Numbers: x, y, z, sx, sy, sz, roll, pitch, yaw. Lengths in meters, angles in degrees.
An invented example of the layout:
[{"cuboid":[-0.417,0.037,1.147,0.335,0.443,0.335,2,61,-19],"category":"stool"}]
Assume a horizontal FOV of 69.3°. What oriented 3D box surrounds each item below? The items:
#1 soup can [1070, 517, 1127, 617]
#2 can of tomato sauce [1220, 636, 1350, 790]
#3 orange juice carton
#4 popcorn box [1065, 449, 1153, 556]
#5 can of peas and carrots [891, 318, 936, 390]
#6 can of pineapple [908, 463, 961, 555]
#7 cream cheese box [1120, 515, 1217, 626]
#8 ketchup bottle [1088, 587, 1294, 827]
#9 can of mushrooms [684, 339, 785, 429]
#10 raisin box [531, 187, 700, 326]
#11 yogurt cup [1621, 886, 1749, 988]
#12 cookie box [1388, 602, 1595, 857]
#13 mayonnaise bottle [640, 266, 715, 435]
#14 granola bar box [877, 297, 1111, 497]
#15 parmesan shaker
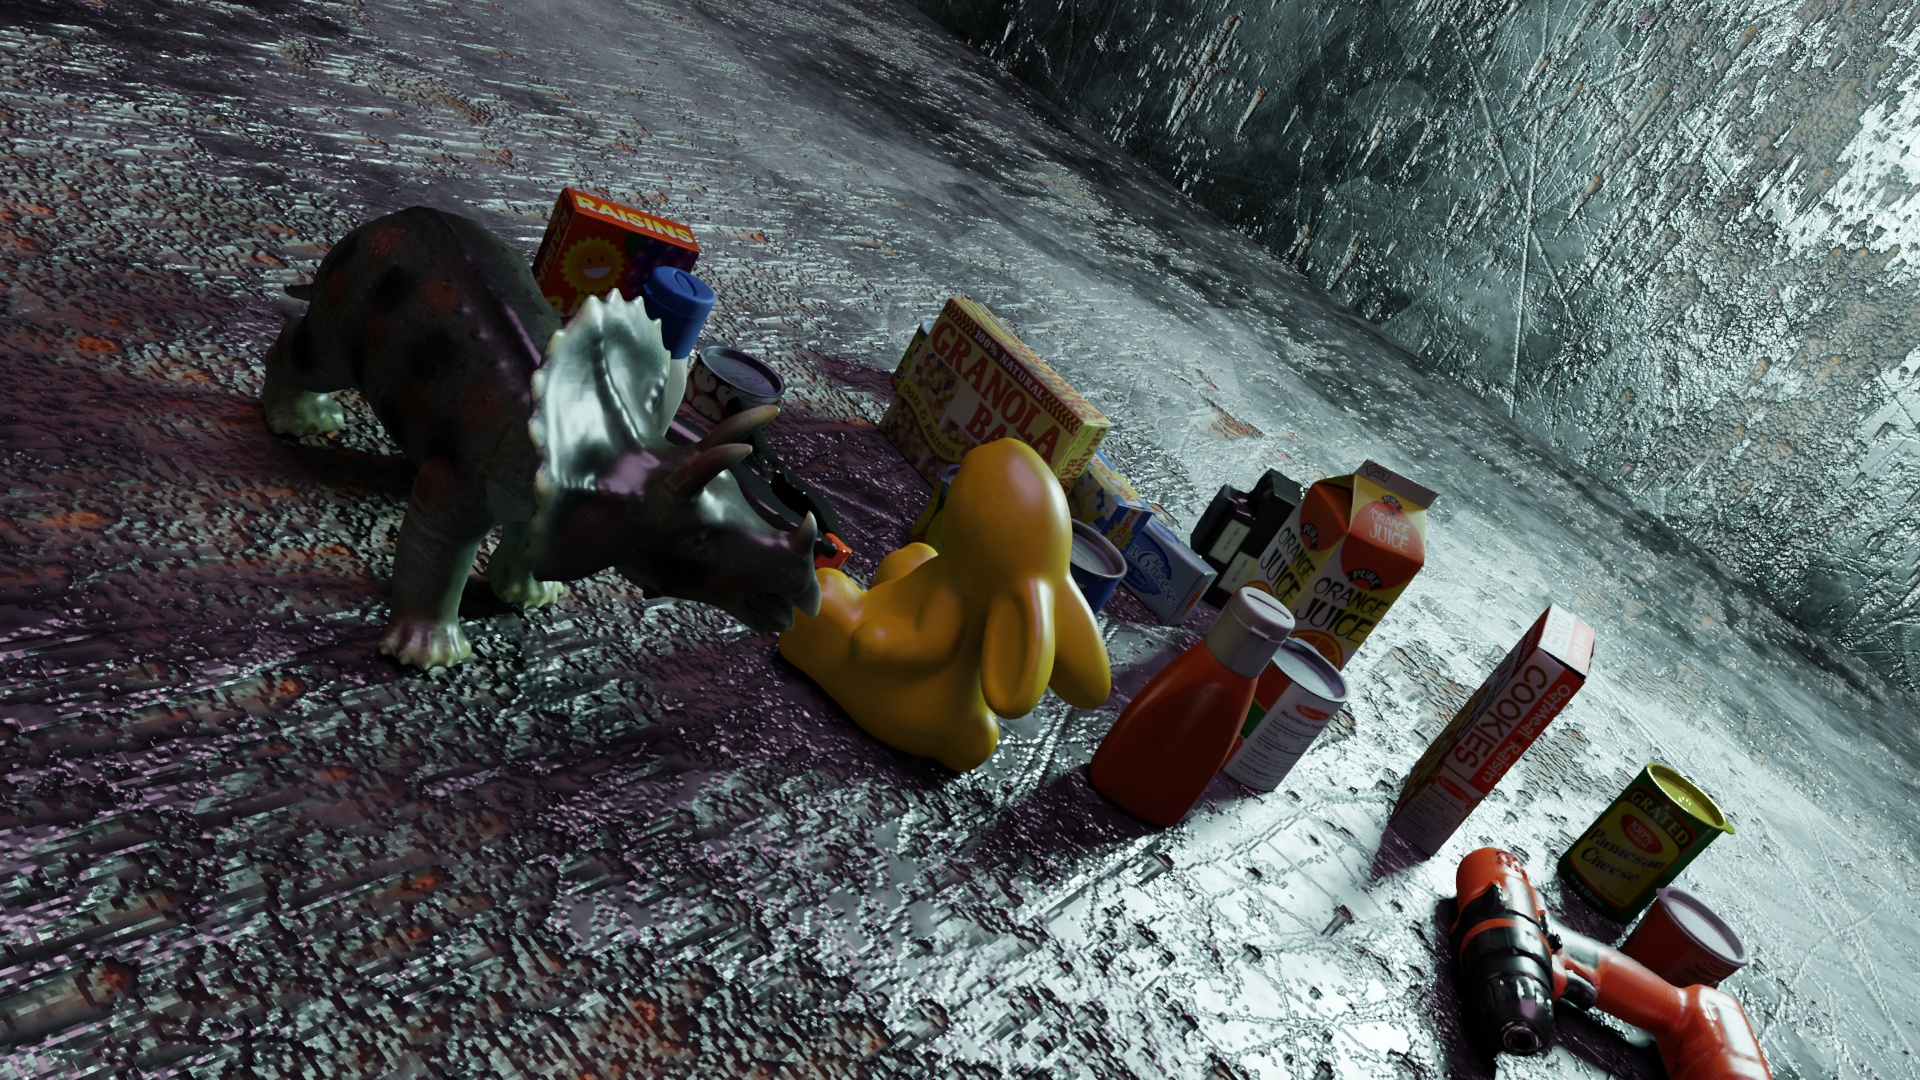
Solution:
[{"cuboid":[0.057,0.035,0.899,0.071,0.083,0.072,25,25,-13],"category":"soup can"},{"cuboid":[0.206,0.113,0.921,0.071,0.082,0.071,25,25,-13],"category":"can of tomato sauce"},{"cuboid":[0.267,0.029,1.017,0.072,0.191,0.073,22,26,-20],"category":"orange juice carton"},{"cuboid":[0.079,-0.029,1.042,0.038,0.085,0.127,10,32,-39],"category":"popcorn box"},{"cuboid":[-0.019,-0.147,1.186,0.071,0.058,0.071,25,25,-12],"category":"can of peas and carrots"},{"cuboid":[0.003,-0.012,0.959,0.071,0.057,0.071,25,25,-12],"category":"can of pineapple"},{"cuboid":[0.144,0.013,1.075,0.024,0.053,0.104,-1,40,-50],"category":"cream cheese box"},{"cuboid":[0.136,0.095,0.797,0.065,0.148,0.044,30,24,-3],"category":"ketchup bottle"},{"cuboid":[-0.162,-0.110,0.986,0.071,0.033,0.071,25,25,-12],"category":"can of mushrooms"},{"cuboid":[-0.229,-0.151,0.879,0.086,0.123,0.040,13,30,-34],"category":"raisin box"},{"cuboid":[0.500,0.284,0.965,0.072,0.053,0.073,25,25,-12],"category":"yogurt cup"},{"cuboid":[0.376,0.131,0.977,0.040,0.166,0.123,38,25,15],"category":"cookie box"},{"cuboid":[-0.181,-0.079,0.770,0.041,0.147,0.065,11,31,-38],"category":"mayonnaise bottle"},{"cuboid":[0.022,-0.085,1.038,0.039,0.123,0.166,2,37,-47],"category":"granola bar box"},{"cuboid":[0.501,0.224,1.019,0.071,0.102,0.071,25,25,-13],"category":"parmesan shaker"}]
